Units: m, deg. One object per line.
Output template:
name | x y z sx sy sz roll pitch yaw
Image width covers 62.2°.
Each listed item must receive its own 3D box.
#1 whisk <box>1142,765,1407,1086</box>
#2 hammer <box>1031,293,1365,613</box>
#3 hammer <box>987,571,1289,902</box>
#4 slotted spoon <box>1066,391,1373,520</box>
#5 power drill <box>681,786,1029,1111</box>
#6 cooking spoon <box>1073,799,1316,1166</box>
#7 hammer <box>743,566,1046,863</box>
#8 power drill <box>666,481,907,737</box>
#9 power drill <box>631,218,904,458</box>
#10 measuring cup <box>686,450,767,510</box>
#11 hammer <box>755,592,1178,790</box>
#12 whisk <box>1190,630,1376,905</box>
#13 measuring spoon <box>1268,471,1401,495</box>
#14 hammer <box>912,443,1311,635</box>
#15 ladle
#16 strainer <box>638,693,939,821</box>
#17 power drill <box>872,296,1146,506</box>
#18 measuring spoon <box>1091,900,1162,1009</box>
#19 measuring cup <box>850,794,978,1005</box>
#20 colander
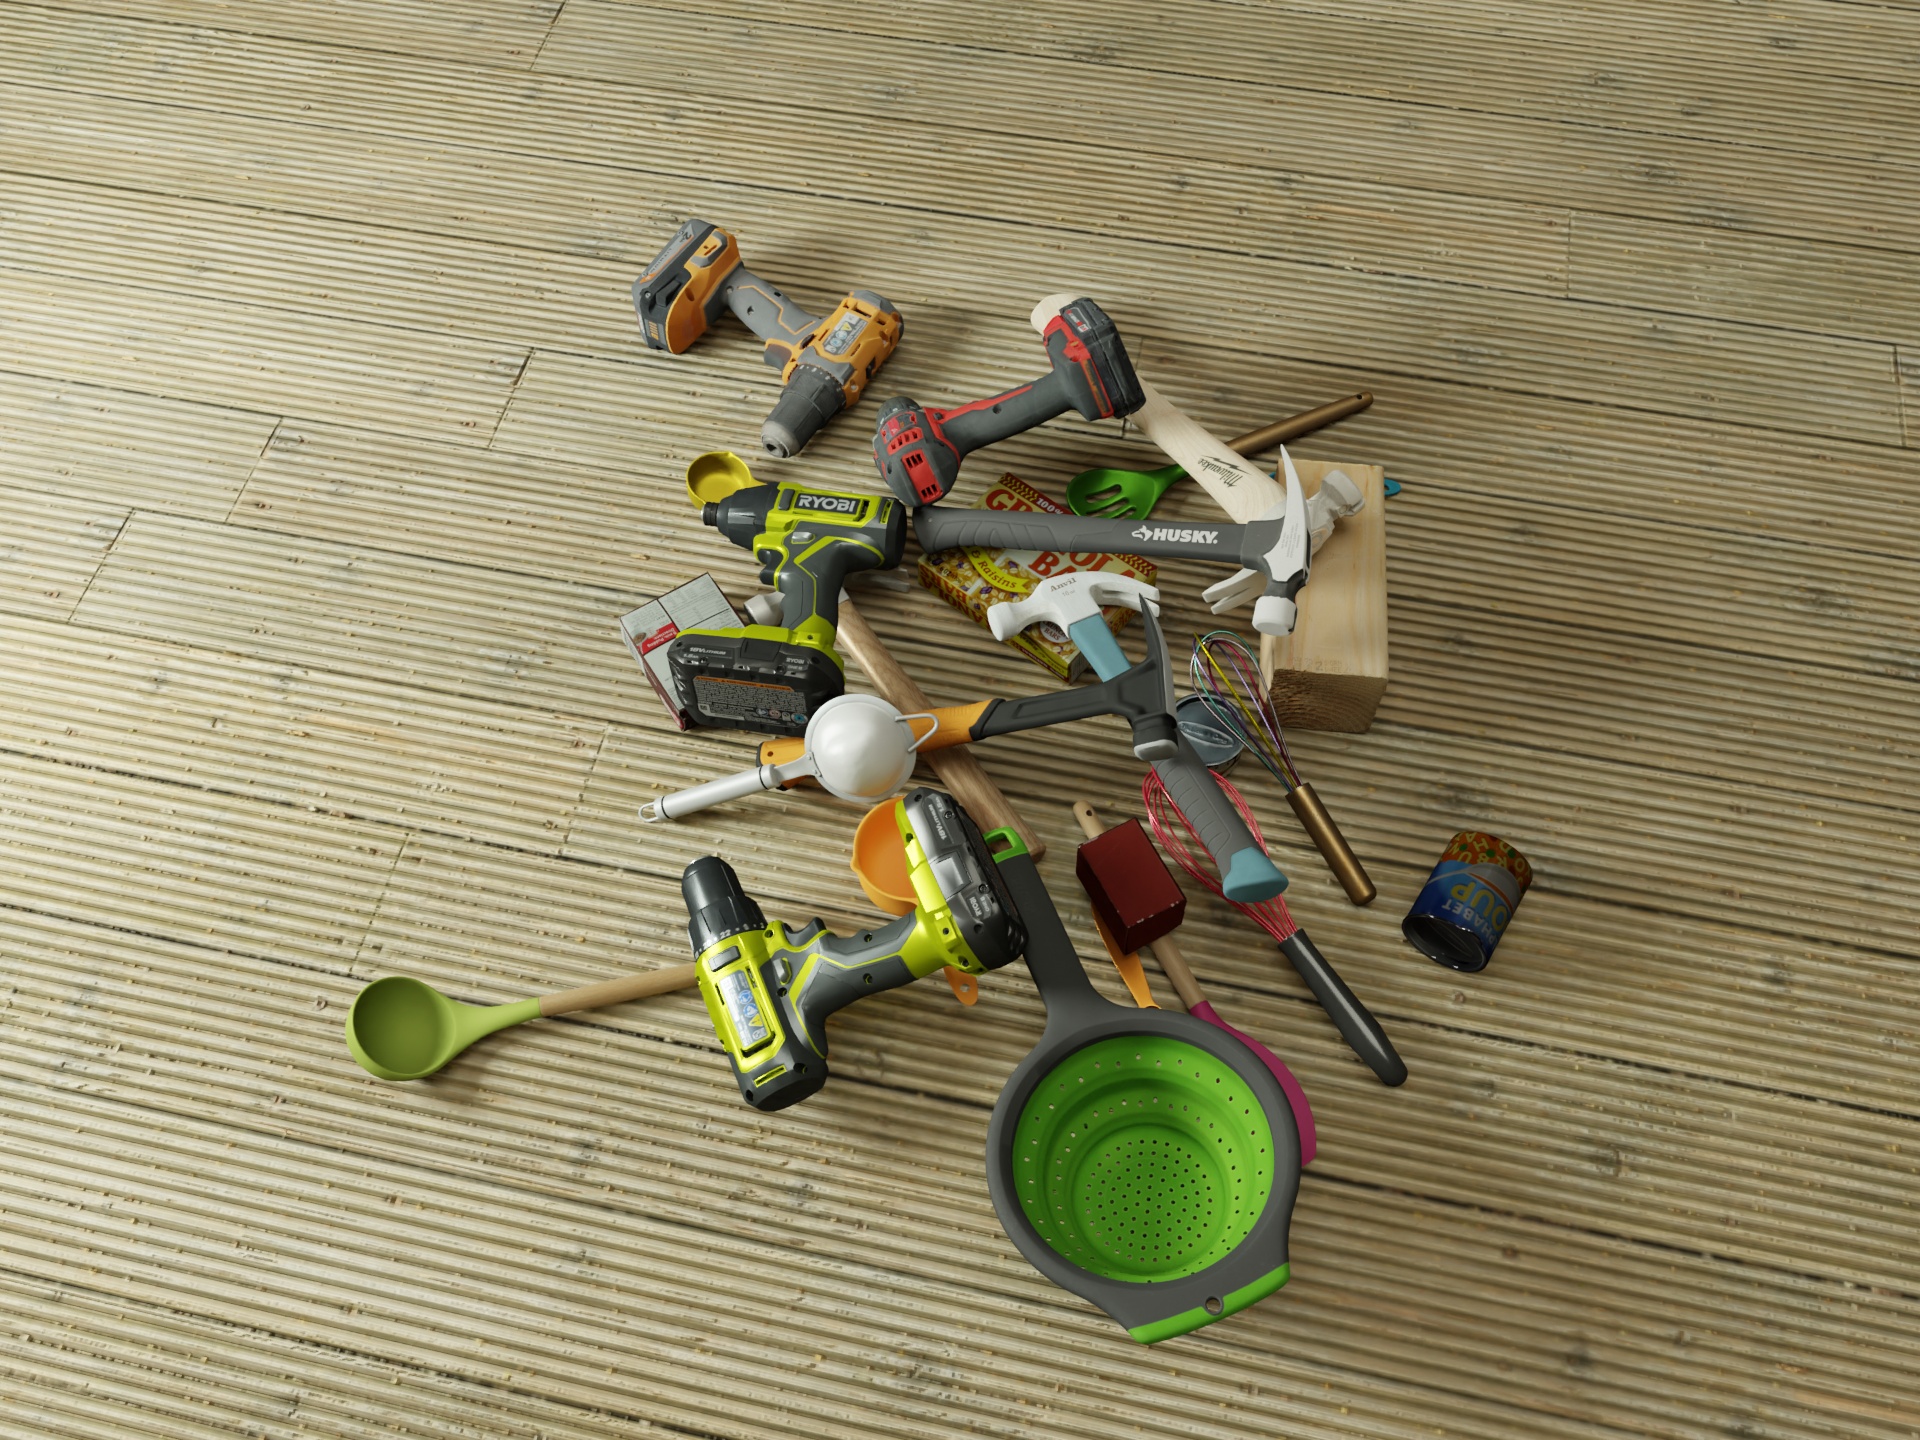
whisk | 0.233 0.146 1.182 0.073 0.073 0.296 -30 70 -15
hammer | 0.166 -0.252 1.370 0.146 0.038 0.411 -39 50 3
hammer | 0.145 0.006 1.206 0.128 0.033 0.331 -23 54 -9
slotted spoon | 0.235 -0.236 1.417 0.313 0.031 0.070 -23 63 -14
power drill | -0.086 0.144 1.133 0.228 0.080 0.191 -29 64 6
cooking spoon | 0.164 0.190 1.180 0.068 0.017 0.319 -20 62 -18
hammer | -0.038 -0.011 1.291 0.130 0.031 0.332 -31 65 -15
power drill | -0.148 -0.100 1.280 0.171 0.080 0.223 7 51 8
power drill | -0.190 -0.347 1.460 0.226 0.084 0.185 27 66 11
measuring cup | -0.166 -0.192 1.405 0.156 0.029 0.062 17 62 -3
hammer | -0.002 -0.004 1.222 0.337 0.034 0.127 -11 62 17
whisk | 0.249 0.033 1.227 0.051 0.047 0.245 -29 82 -18
measuring spoon | 0.326 -0.199 1.403 0.128 0.021 0.042 -3 58 -11
hammer | 0.114 -0.153 1.269 0.335 0.035 0.146 7 73 24
ladle | -0.282 0.200 1.163 0.320 0.062 0.078 -11 61 -8
strainer | -0.138 0.043 1.214 0.258 0.087 0.050 -17 13 20
power drill | 0.028 -0.273 1.360 0.226 0.080 0.188 -26 28 4
measuring spoon | 0.124 0.181 1.193 0.021 0.011 0.117 -17 58 -10
measuring cup | -0.022 0.141 1.193 0.095 0.052 0.174 -18 64 -9
colander | 0.096 0.246 1.115 0.204 0.094 0.398 -21 51 -6
